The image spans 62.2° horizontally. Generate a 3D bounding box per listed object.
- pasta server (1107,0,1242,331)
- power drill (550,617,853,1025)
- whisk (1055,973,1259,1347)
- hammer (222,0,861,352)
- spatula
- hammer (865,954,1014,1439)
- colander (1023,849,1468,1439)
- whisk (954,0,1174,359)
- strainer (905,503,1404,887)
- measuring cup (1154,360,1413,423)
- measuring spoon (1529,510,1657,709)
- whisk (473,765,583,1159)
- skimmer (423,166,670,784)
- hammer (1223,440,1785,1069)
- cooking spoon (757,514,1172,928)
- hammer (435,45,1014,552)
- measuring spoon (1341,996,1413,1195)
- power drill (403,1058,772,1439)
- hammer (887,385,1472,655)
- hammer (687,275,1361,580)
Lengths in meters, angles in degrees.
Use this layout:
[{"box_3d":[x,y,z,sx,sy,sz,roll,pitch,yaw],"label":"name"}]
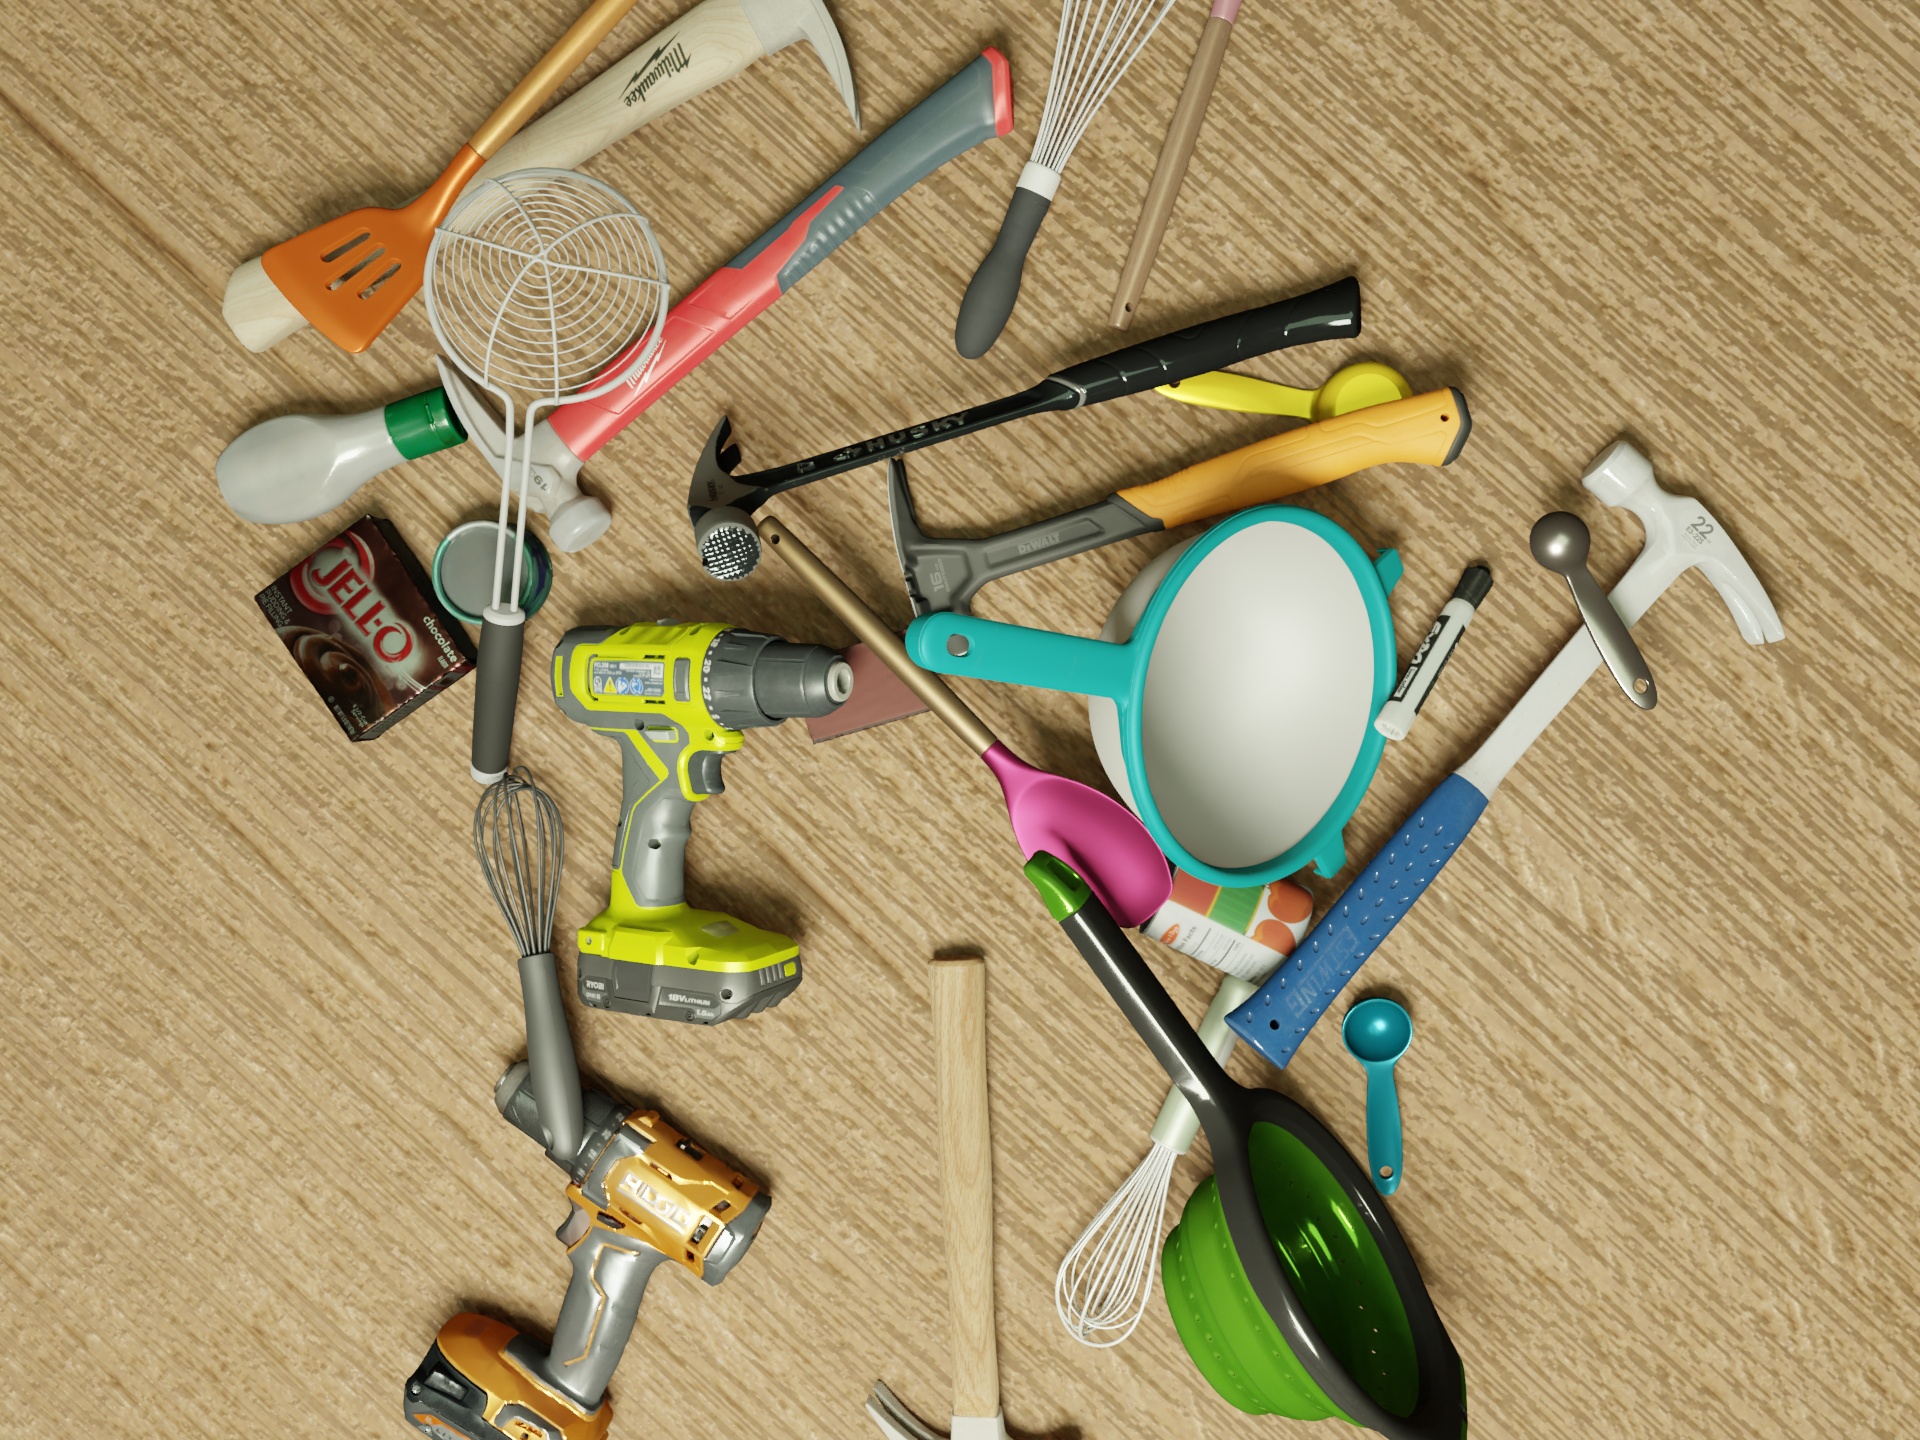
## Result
[{"box_3d":[0.146,-0.381,0.926,0.060,0.040,0.316,16,96,-22],"label":"pasta server"},{"box_3d":[-0.150,0.055,0.932,0.190,0.080,0.228,3,95,28],"label":"power drill"},{"box_3d":[0.123,0.263,0.961,0.059,0.057,0.246,25,91,33],"label":"whisk"},{"box_3d":[-0.260,-0.329,0.963,0.410,0.038,0.146,-28,92,6],"label":"hammer"},{"box_3d":[-0.267,-0.350,0.923,0.322,0.041,0.081,-45,91,6],"label":"spatula"},{"box_3d":[0.002,0.310,0.976,0.130,0.031,0.331,-3,91,11],"label":"hammer"},{"box_3d":[0.131,0.253,0.892,0.094,0.204,0.397,-36,91,22],"label":"colander"},{"box_3d":[0.058,-0.345,0.926,0.070,0.070,0.284,24,100,3],"label":"whisk"},{"box_3d":[0.093,-0.025,0.860,0.340,0.095,0.211,8,94,-37],"label":"strainer"},{"box_3d":[0.189,-0.190,0.936,0.156,0.029,0.062,9,94,2],"label":"measuring cup"},{"box_3d":[0.358,-0.061,0.886,0.034,0.018,0.124,-28,88,-6],"label":"measuring spoon"},{"box_3d":[-0.254,0.144,0.960,0.055,0.055,0.239,-13,79,5],"label":"whisk"},{"box_3d":[-0.251,-0.127,0.918,0.127,0.090,0.363,11,124,-8],"label":"skimmer"},{"box_3d":[0.300,0.034,0.901,0.144,0.035,0.405,42,84,0],"label":"hammer"},{"box_3d":[-0.001,-0.003,0.914,0.319,0.017,0.068,45,112,2],"label":"cooking spoon"},{"box_3d":[-0.133,-0.275,0.949,0.386,0.038,0.143,-38,88,8],"label":"hammer"},{"box_3d":[0.254,0.226,0.965,0.042,0.021,0.128,-6,102,4],"label":"measuring spoon"},{"box_3d":[-0.249,0.337,0.980,0.185,0.084,0.226,34,91,4],"label":"power drill"},{"box_3d":[0.124,-0.137,0.926,0.337,0.034,0.127,-15,92,12],"label":"hammer"},{"box_3d":[0.039,-0.184,0.916,0.409,0.149,0.036,-18,125,-3],"label":"hammer"}]
